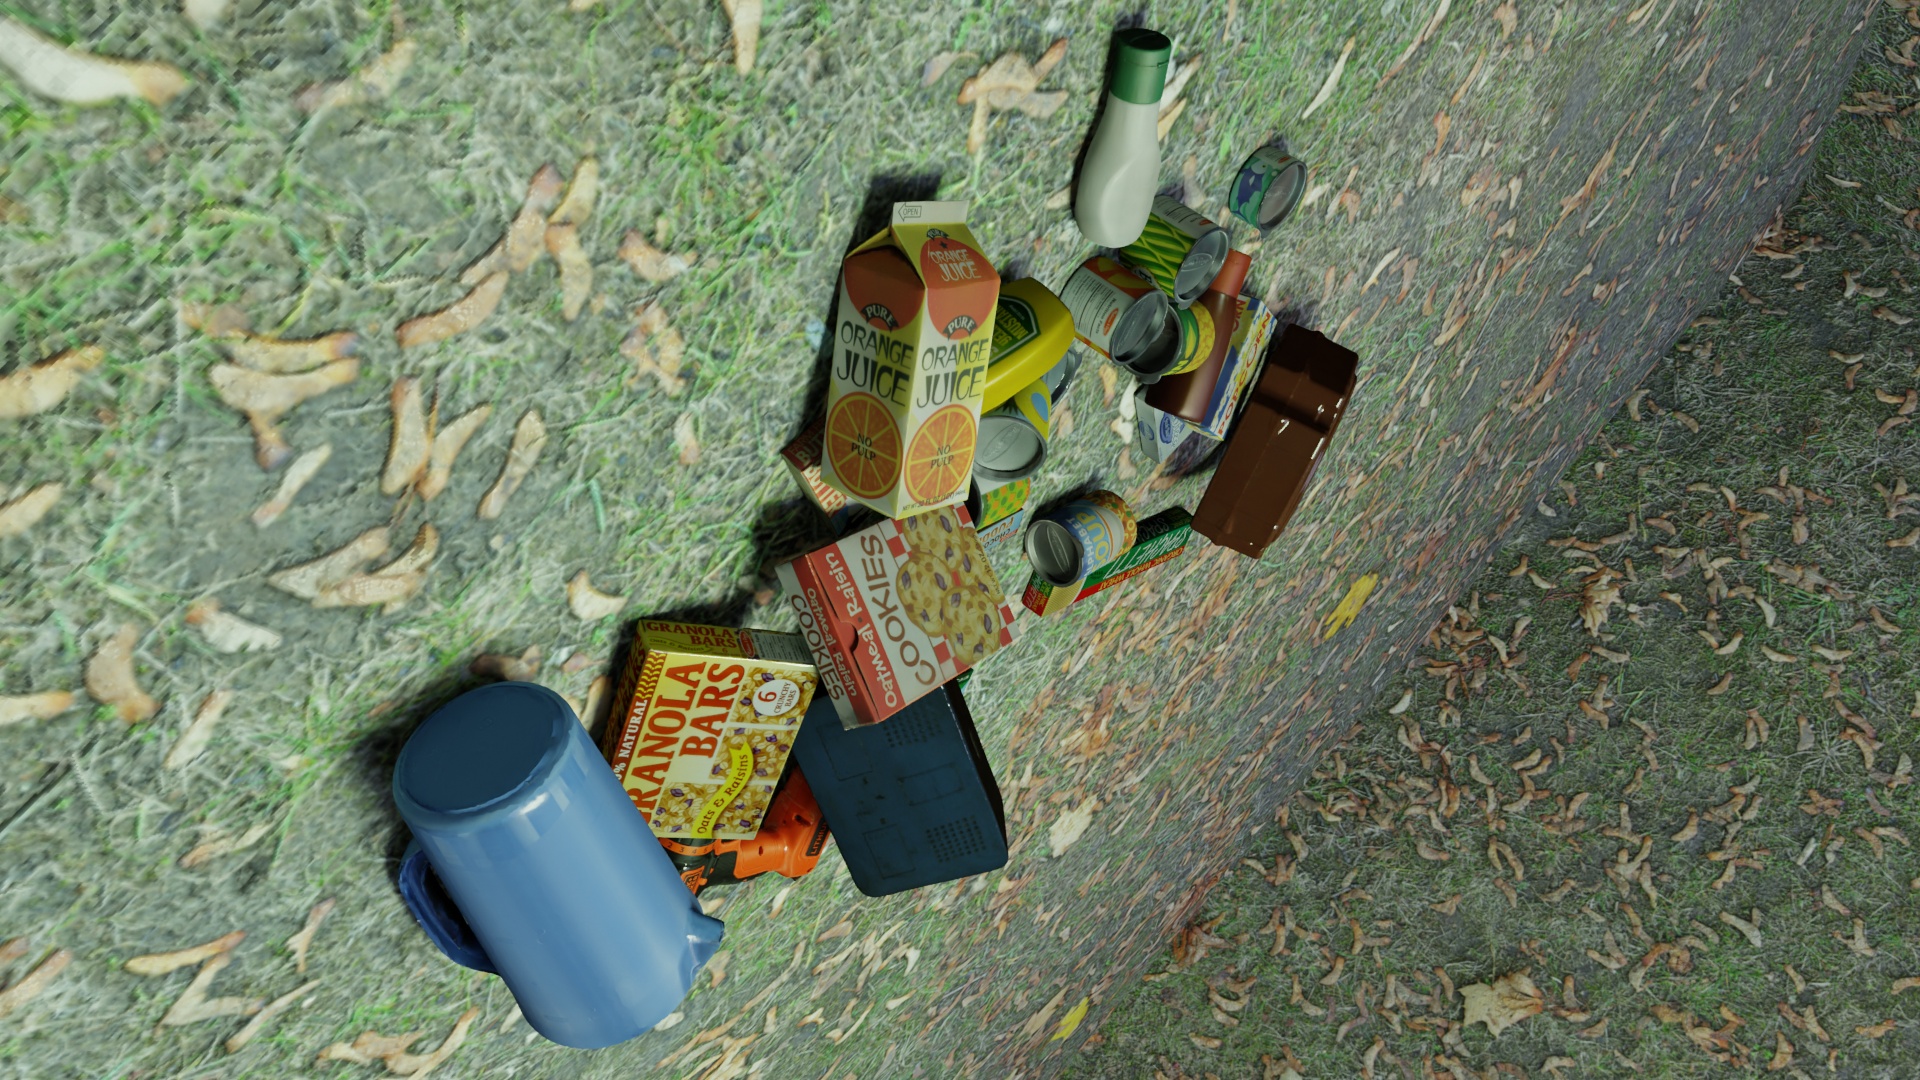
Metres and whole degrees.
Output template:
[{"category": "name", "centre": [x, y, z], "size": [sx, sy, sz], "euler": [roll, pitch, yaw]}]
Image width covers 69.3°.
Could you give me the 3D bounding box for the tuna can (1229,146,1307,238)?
[{"category": "tuna can", "centre": [0.258, -0.294, 1.171], "size": [0.071, 0.033, 0.070], "euler": [-37, 150, -26]}]

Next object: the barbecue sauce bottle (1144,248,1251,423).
[{"category": "barbecue sauce bottle", "centre": [0.208, -0.179, 1.198], "size": [0.044, 0.065, 0.148], "euler": [14, 100, -28]}]

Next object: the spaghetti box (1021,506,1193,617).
[{"category": "spaghetti box", "centre": [0.156, 0.018, 1.403], "size": [0.251, 0.029, 0.050], "euler": [-20, 140, -45]}]

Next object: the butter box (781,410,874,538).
[{"category": "butter box", "centre": [-0.084, -0.045, 0.960], "size": [0.053, 0.024, 0.103], "euler": [-44, 152, -12]}]

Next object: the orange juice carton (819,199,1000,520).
[{"category": "orange juice carton", "centre": [-0.030, -0.118, 0.876], "size": [0.072, 0.073, 0.191], "euler": [-18, 124, -47]}]

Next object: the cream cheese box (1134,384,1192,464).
[{"category": "cream cheese box", "centre": [0.191, -0.120, 1.292], "size": [0.053, 0.024, 0.103], "euler": [-46, 153, -13]}]

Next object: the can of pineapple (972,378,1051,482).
[{"category": "can of pineapple", "centre": [0.031, -0.087, 1.015], "size": [0.070, 0.071, 0.058], "euler": [95, 2, -47]}]

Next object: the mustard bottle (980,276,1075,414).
[{"category": "mustard bottle", "centre": [0.006, -0.118, 0.969], "size": [0.160, 0.065, 0.048], "euler": [-39, 154, -13]}]

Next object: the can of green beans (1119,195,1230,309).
[{"category": "can of green beans", "centre": [0.167, -0.227, 1.085], "size": [0.071, 0.058, 0.071], "euler": [-37, 150, -26]}]

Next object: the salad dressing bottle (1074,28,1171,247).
[{"category": "salad dressing bottle", "centre": [0.115, -0.277, 0.961], "size": [0.064, 0.044, 0.146], "euler": [-30, 145, -33]}]

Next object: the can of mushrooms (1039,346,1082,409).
[{"category": "can of mushrooms", "centre": [0.058, -0.130, 1.065], "size": [0.071, 0.033, 0.070], "euler": [-36, 149, -26]}]

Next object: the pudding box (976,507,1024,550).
[{"category": "pudding box", "centre": [0.004, -0.014, 1.106], "size": [0.084, 0.050, 0.030], "euler": [-28, 146, -39]}]

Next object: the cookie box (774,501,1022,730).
[{"category": "cookie box", "centre": [-0.039, 0.044, 0.980], "size": [0.040, 0.123, 0.168], "euler": [-22, -178, 42]}]

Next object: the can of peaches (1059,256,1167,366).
[{"category": "can of peaches", "centre": [0.117, -0.177, 1.071], "size": [0.071, 0.058, 0.071], "euler": [-38, 150, -26]}]

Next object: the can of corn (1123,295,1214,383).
[{"category": "can of corn", "centre": [0.169, -0.167, 1.150], "size": [0.058, 0.071, 0.070], "euler": [-14, 135, -51]}]

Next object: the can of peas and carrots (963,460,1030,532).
[{"category": "can of peas and carrots", "centre": [0.010, -0.042, 1.065], "size": [0.059, 0.071, 0.070], "euler": [-25, 143, -41]}]

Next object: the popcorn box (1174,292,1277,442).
[{"category": "popcorn box", "centre": [0.243, -0.158, 1.271], "size": [0.085, 0.038, 0.126], "euler": [13, 99, -67]}]

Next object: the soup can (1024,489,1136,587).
[{"category": "soup can", "centre": [0.112, -0.003, 1.264], "size": [0.084, 0.071, 0.071], "euler": [-27, 145, -39]}]

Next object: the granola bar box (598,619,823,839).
[{"category": "granola bar box", "centre": [-0.180, 0.134, 0.963], "size": [0.124, 0.039, 0.164], "euler": [8, 121, -28]}]

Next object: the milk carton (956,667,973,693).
[{"category": "milk carton", "centre": [-0.067, 0.170, 1.197], "size": [0.072, 0.073, 0.189], "euler": [-14, 136, -49]}]
